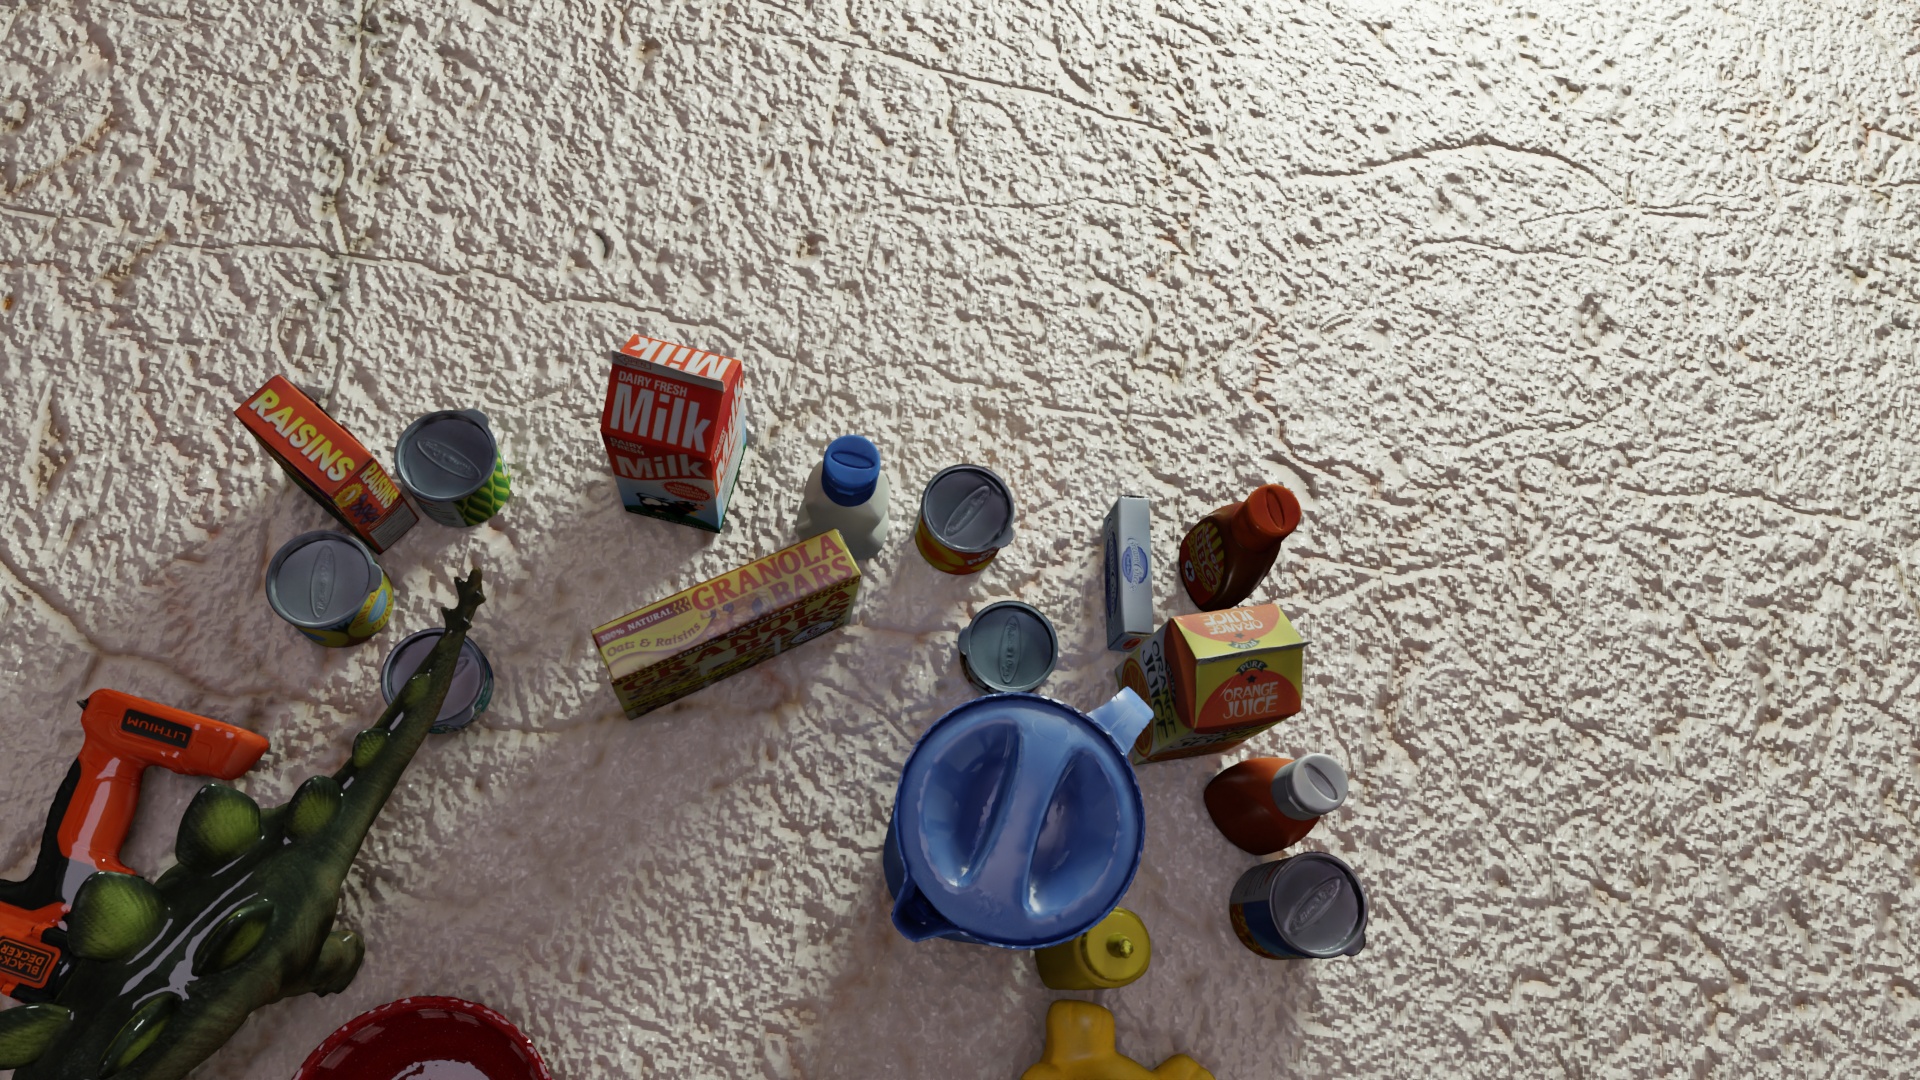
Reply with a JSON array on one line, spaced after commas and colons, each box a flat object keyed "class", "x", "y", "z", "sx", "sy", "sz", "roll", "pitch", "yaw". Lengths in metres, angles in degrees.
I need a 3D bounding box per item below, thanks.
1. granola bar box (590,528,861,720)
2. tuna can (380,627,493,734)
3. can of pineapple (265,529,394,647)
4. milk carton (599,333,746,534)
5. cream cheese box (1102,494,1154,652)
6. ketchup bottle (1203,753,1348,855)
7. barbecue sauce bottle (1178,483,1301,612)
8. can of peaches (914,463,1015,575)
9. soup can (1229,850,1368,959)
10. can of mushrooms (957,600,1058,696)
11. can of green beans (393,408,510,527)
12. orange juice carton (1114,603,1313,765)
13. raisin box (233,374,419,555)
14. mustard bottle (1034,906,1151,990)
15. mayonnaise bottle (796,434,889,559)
[{"class": "granola bar box", "x": -0.151, "y": 0.056, "z": 0.908, "sx": 0.166, "sy": 0.123, "sz": 0.039, "roll": -24, "pitch": 77, "yaw": -15}, {"class": "tuna can", "x": -0.342, "y": 0.095, "z": 0.916, "sx": 0.071, "sy": 0.032, "sz": 0.071, "roll": 2, "pitch": 71, "yaw": -7}, {"class": "can of pineapple", "x": -0.411, "y": 0.033, "z": 0.913, "sx": 0.071, "sy": 0.057, "sz": 0.071, "roll": 2, "pitch": 72, "yaw": -7}, {"class": "milk carton", "x": -0.186, "y": -0.074, "z": 0.912, "sx": 0.072, "sy": 0.190, "sz": 0.073, "roll": 15, "pitch": 71, "yaw": -3}, {"class": "cream cheese box", "x": 0.120, "y": 0.024, "z": 0.996, "sx": 0.024, "sy": 0.053, "sz": 0.104, "roll": 3, "pitch": 71, "yaw": -7}, {"class": "ketchup bottle", "x": 0.208, "y": 0.170, "z": 0.909, "sx": 0.044, "sy": 0.148, "sz": 0.065, "roll": -39, "pitch": 81, "yaw": -17}, {"class": "barbecue sauce bottle", "x": 0.193, "y": 0.002, "z": 0.963, "sx": 0.044, "sy": 0.148, "sz": 0.065, "roll": -10, "pitch": 74, "yaw": -11}, {"class": "can of peaches", "x": 0.004, "y": -0.012, "z": 0.989, "sx": 0.071, "sy": 0.058, "sz": 0.071, "roll": 2, "pitch": 72, "yaw": -7}, {"class": "soup can", "x": 0.224, "y": 0.246, "z": 0.920, "sx": 0.071, "sy": 0.083, "sz": 0.071, "roll": 2, "pitch": 72, "yaw": -7}, {"class": "can of mushrooms", "x": 0.031, "y": 0.077, "z": 0.976, "sx": 0.071, "sy": 0.033, "sz": 0.071, "roll": 2, "pitch": 71, "yaw": -7}, {"class": "can of green beans", "x": -0.346, "y": -0.048, "z": 0.950, "sx": 0.071, "sy": 0.057, "sz": 0.071, "roll": 2, "pitch": 72, "yaw": -7}, {"class": "orange juice carton", "x": 0.163, "y": 0.093, "z": 0.905, "sx": 0.072, "sy": 0.192, "sz": 0.073, "roll": -6, "pitch": 73, "yaw": -10}, {"class": "raisin box", "x": -0.410, "y": -0.047, "z": 0.906, "sx": 0.086, "sy": 0.123, "sz": 0.040, "roll": 40, "pitch": 71, "yaw": 6}, {"class": "mustard bottle", "x": 0.087, "y": 0.251, "z": 0.858, "sx": 0.065, "sy": 0.159, "sz": 0.049, "roll": -7, "pitch": 73, "yaw": -10}, {"class": "mayonnaise bottle", "x": -0.077, "y": -0.028, "z": 0.935, "sx": 0.065, "sy": 0.147, "sz": 0.041, "roll": 13, "pitch": 71, "yaw": -4}]
